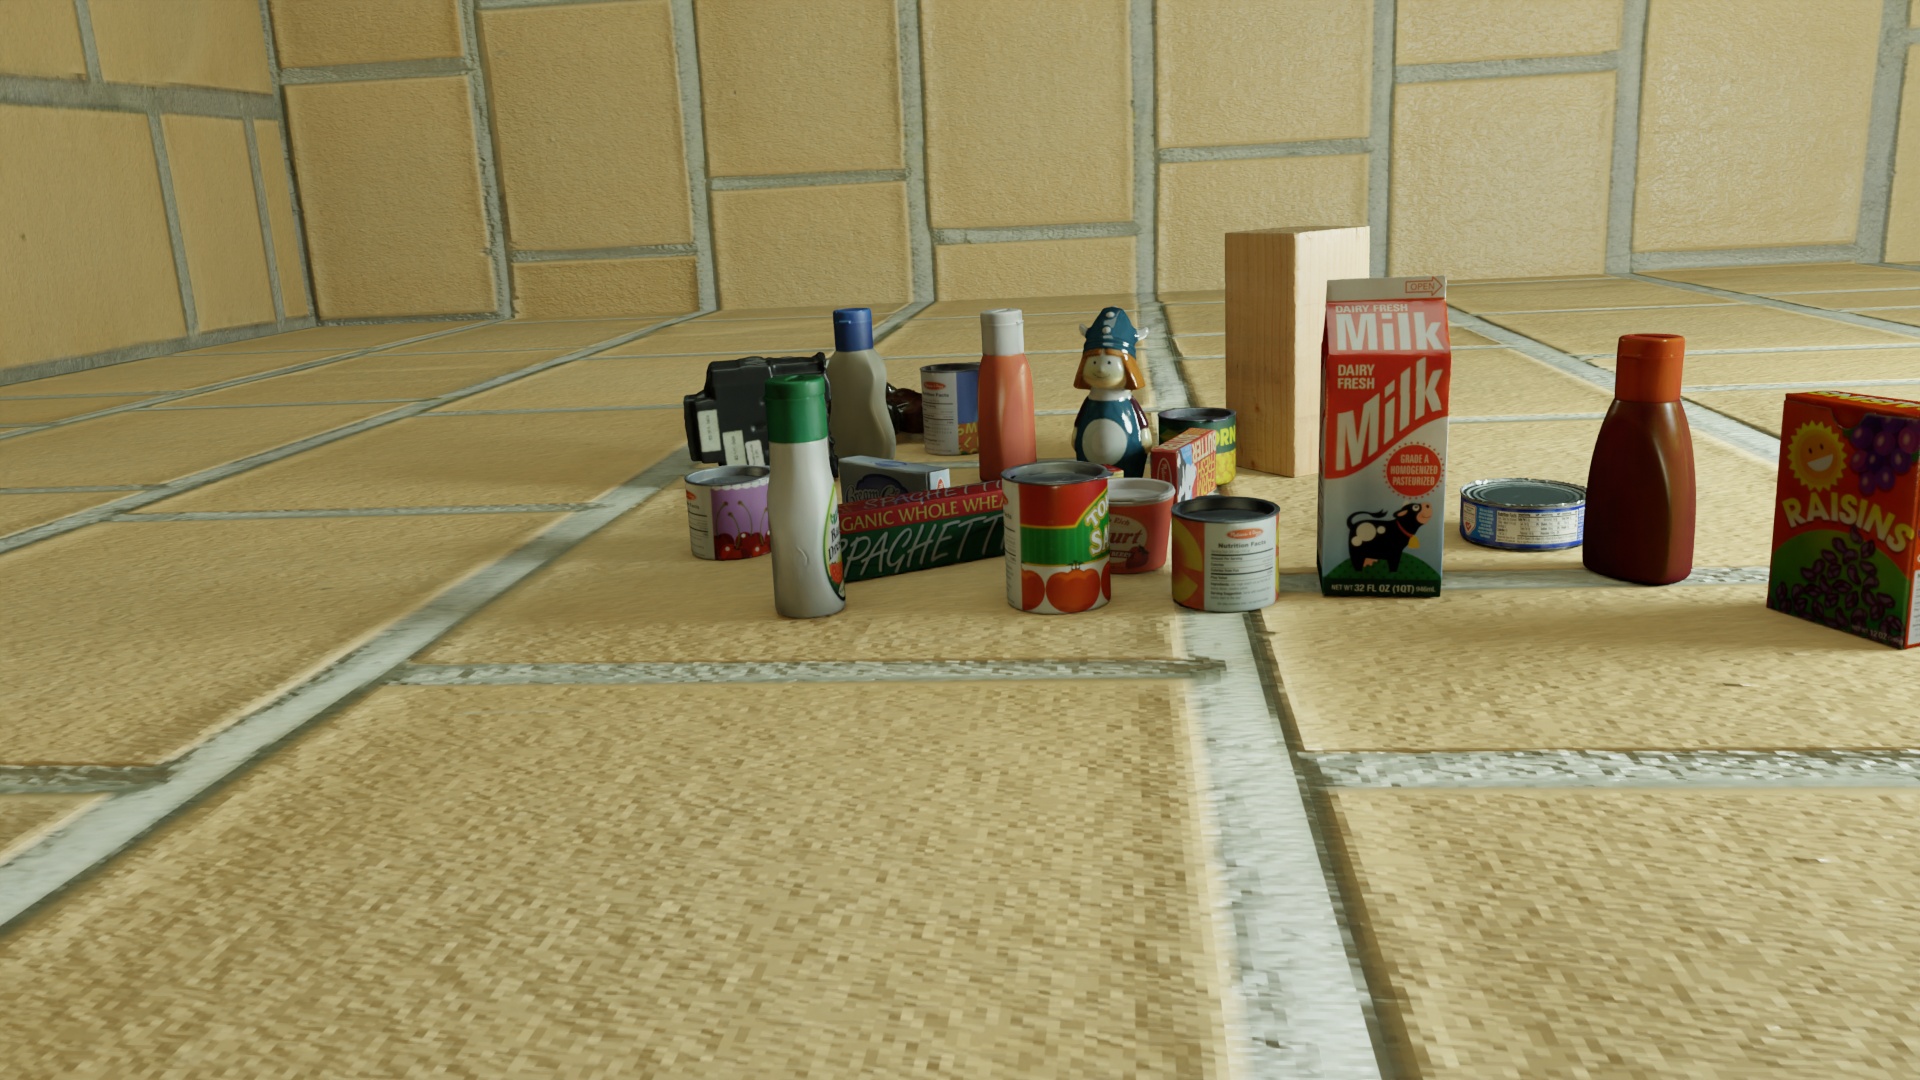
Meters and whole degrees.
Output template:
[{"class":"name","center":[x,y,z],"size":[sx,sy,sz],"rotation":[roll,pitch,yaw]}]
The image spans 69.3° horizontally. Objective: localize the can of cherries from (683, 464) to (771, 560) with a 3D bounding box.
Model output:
[{"class":"can of cherries","center":[-0.166,-0.022,1.031],"size":[0.071,0.058,0.071],"rotation":[-3,14,1]}]

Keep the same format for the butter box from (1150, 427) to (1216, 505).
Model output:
[{"class":"butter box","center":[0.178,-0.055,1.105],"size":[0.024,0.053,0.104],"rotation":[4,16,26]}]

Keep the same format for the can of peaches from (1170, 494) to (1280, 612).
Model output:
[{"class":"can of peaches","center":[0.162,0.007,0.855],"size":[0.071,0.058,0.071],"rotation":[-3,14,1]}]

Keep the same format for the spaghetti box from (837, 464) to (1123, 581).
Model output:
[{"class":"spaghetti box","center":[0.003,-0.012,0.978],"size":[0.251,0.050,0.029],"rotation":[-10,15,-25]}]

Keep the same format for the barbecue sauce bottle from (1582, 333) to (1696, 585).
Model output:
[{"class":"barbecue sauce bottle","center":[0.416,-0.051,0.848],"size":[0.044,0.148,0.065],"rotation":[-10,16,-28]}]

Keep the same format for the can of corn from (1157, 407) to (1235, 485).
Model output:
[{"class":"can of corn","center":[0.203,-0.080,1.184],"size":[0.071,0.058,0.071],"rotation":[-3,14,1]}]

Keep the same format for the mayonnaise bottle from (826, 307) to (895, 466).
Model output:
[{"class":"mayonnaise bottle","center":[-0.097,-0.145,1.317],"size":[0.065,0.147,0.041],"rotation":[2,15,20]}]

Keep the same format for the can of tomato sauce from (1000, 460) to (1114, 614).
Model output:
[{"class":"can of tomato sauce","center":[0.062,-0.003,0.863],"size":[0.071,0.083,0.071],"rotation":[-3,14,1]}]

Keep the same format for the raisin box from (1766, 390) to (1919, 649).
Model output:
[{"class":"raisin box","center":[0.484,-0.014,0.743],"size":[0.040,0.123,0.086],"rotation":[-7,15,-16]}]

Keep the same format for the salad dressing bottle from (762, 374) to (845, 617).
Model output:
[{"class":"salad dressing bottle","center":[-0.098,-0.028,0.863],"size":[0.044,0.147,0.064],"rotation":[-2,14,4]}]

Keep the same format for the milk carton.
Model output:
[{"class":"milk carton","center":[0.258,-0.066,0.853],"size":[0.072,0.190,0.074],"rotation":[0,14,11]}]

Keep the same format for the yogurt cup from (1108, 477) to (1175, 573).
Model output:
[{"class":"yogurt cup","center":[0.111,-0.010,0.940],"size":[0.072,0.053,0.072],"rotation":[-3,14,1]}]

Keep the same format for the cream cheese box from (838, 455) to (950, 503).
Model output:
[{"class":"cream cheese box","center":[-0.051,-0.034,1.065],"size":[0.104,0.053,0.024],"rotation":[11,20,44]}]

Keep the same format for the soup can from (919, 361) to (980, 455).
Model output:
[{"class":"soup can","center":[-0.003,-0.131,1.374],"size":[0.071,0.083,0.071],"rotation":[-3,14,1]}]

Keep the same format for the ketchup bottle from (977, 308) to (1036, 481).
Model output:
[{"class":"ketchup bottle","center":[0.040,-0.128,1.222],"size":[0.043,0.148,0.065],"rotation":[5,16,30]}]
